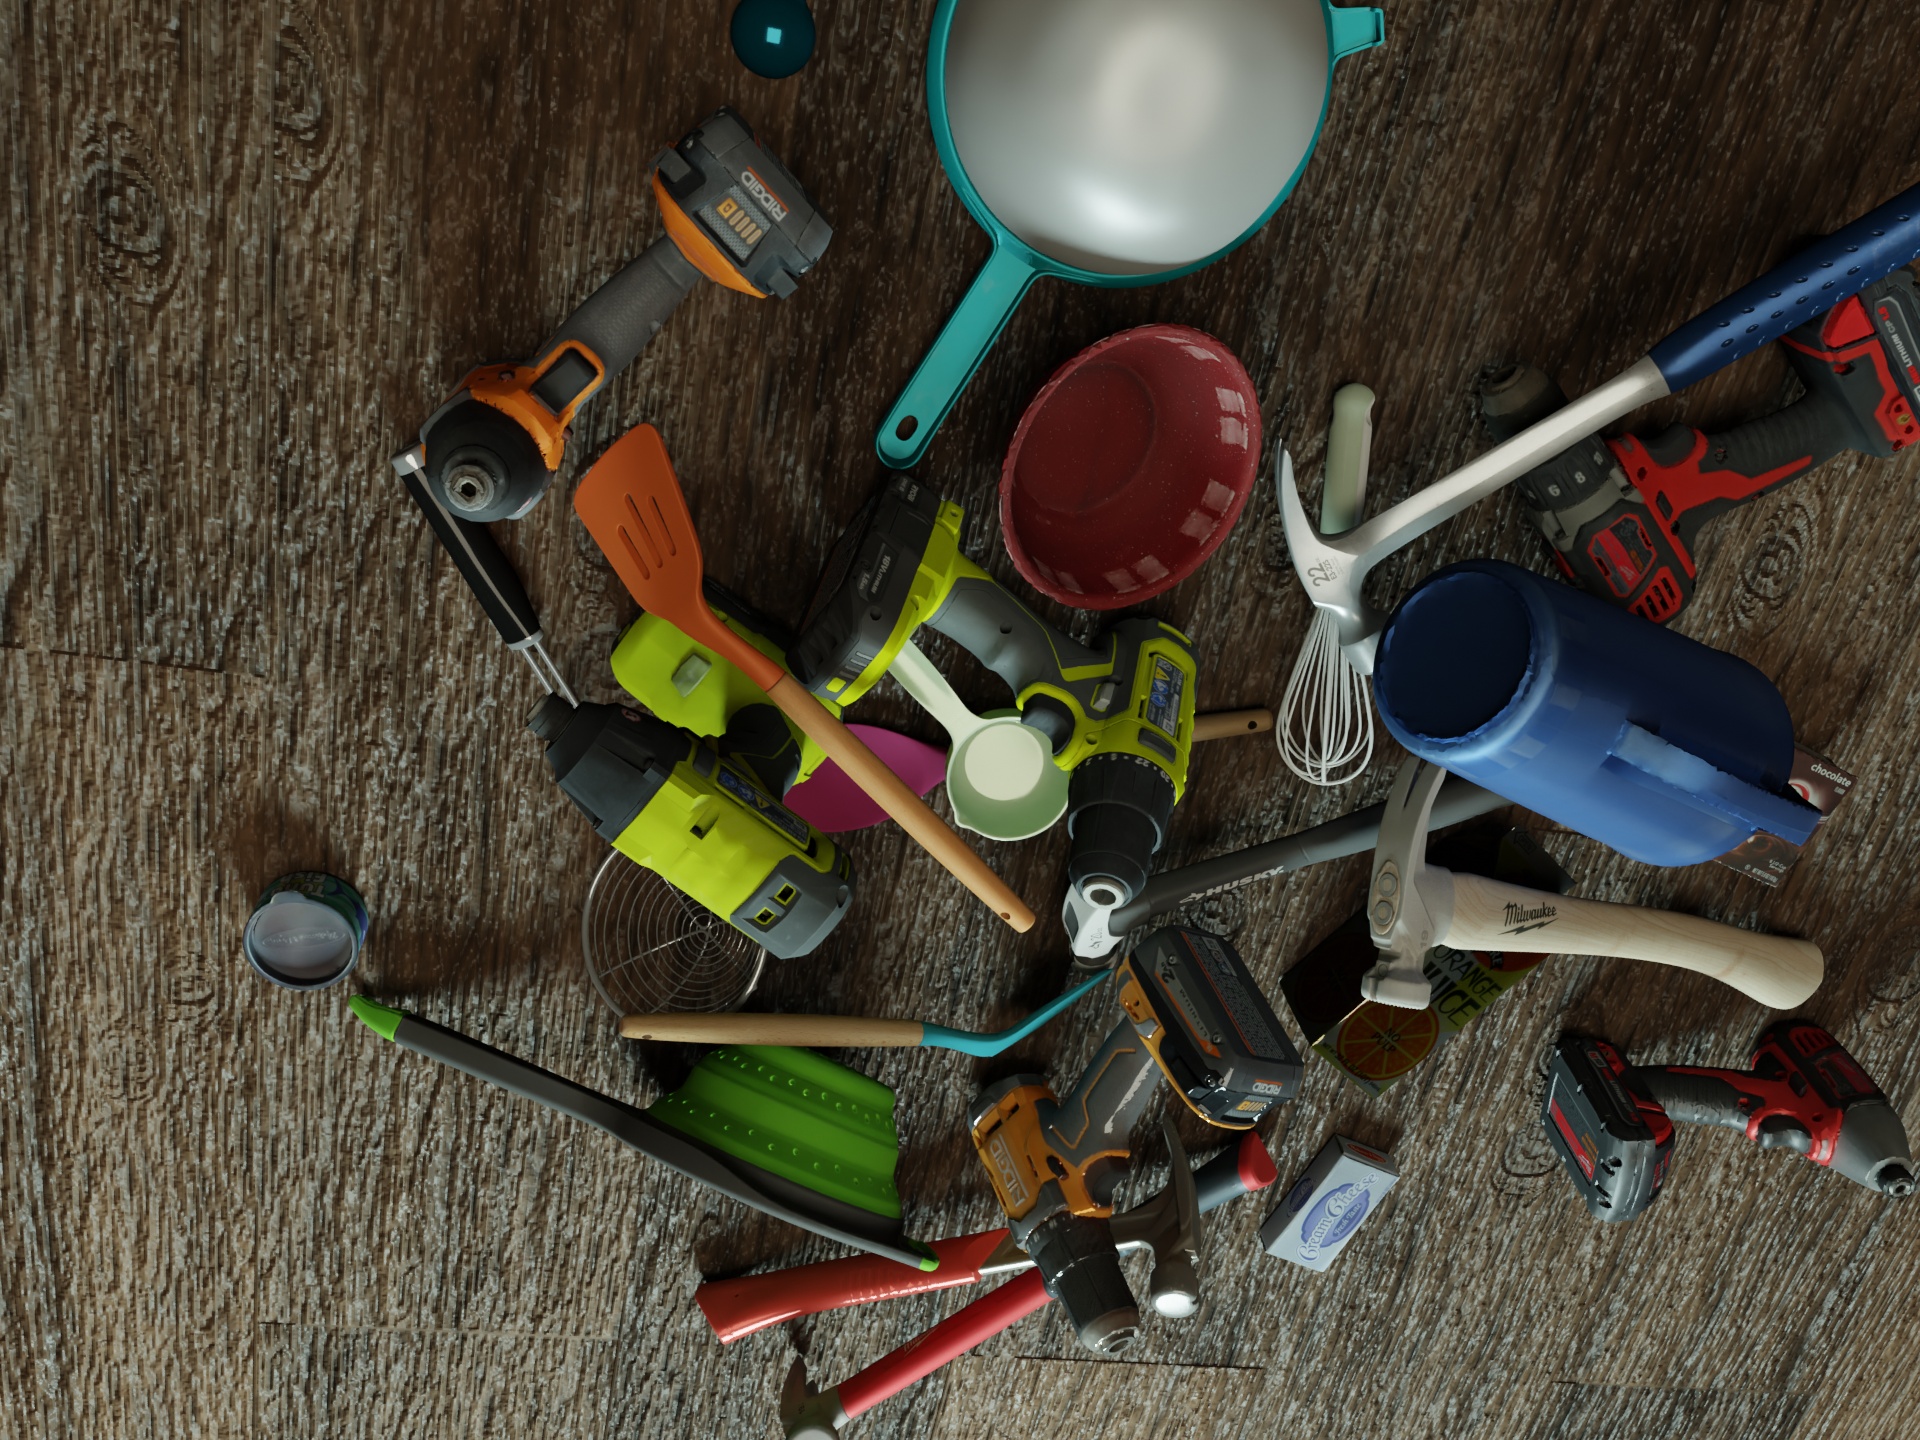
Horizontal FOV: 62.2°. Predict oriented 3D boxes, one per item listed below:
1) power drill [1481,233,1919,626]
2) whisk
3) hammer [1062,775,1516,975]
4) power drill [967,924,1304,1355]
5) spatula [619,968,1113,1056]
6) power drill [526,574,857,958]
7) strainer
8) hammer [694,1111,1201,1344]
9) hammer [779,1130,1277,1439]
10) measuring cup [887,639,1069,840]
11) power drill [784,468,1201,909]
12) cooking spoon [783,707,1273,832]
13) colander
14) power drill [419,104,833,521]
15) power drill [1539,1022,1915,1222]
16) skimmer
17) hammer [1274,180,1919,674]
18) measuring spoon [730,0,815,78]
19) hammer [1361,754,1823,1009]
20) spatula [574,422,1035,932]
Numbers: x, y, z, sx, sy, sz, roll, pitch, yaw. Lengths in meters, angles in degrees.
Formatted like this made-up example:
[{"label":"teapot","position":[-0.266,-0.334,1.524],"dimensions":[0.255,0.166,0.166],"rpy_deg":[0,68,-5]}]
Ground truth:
[{"label":"power drill","position":[0.420,-0.175,0.899],"dimensions":[0.226,0.080,0.187],"rpy_deg":[-37,115,14]},{"label":"whisk","position":[0.222,-0.075,0.937],"dimensions":[0.059,0.058,0.246],"rpy_deg":[9,114,21]},{"label":"hammer","position":[0.225,0.074,0.991],"dimensions":[0.334,0.035,0.146],"rpy_deg":[-17,151,-5]},{"label":"power drill","position":[0.108,0.262,0.990],"dimensions":[0.084,0.186,0.226],"rpy_deg":[17,123,-40]},{"label":"spatula","position":[-0.051,0.178,0.960],"dimensions":[0.317,0.044,0.082],"rpy_deg":[7,145,-29]},{"label":"power drill","position":[-0.132,0.010,0.824],"dimensions":[0.171,0.223,0.080],"rpy_deg":[38,106,-17]},{"label":"strainer","position":[0.057,-0.260,0.793],"dimensions":[0.210,0.095,0.340],"rpy_deg":[29,108,-20]},{"label":"hammer","position":[-0.012,0.368,1.102],"dimensions":[0.359,0.149,0.036],"rpy_deg":[-15,121,12]},{"label":"hammer","position":[0.048,0.399,1.130],"dimensions":[0.386,0.143,0.038],"rpy_deg":[-29,92,-5]},{"label":"measuring cup","position":[-0.001,-0.003,0.934],"dimensions":[0.083,0.038,0.167],"rpy_deg":[-41,103,6]},{"label":"power drill","position":[0.027,-0.016,0.863],"dimensions":[0.228,0.191,0.080],"rpy_deg":[31,135,-15]},{"label":"cooking spoon","position":[0.034,0.020,0.971],"dimensions":[0.319,0.017,0.068],"rpy_deg":[-7,107,-4]},{"label":"colander","position":[-0.182,0.222,0.999],"dimensions":[0.397,0.204,0.094],"rpy_deg":[23,77,-1]},{"label":"power drill","position":[-0.168,-0.185,0.763],"dimensions":[0.226,0.164,0.084],"rpy_deg":[-41,113,10]},{"label":"power drill","position":[0.532,0.278,1.099],"dimensions":[0.219,0.143,0.078],"rpy_deg":[-3,119,-4]},{"label":"skimmer","position":[-0.222,0.017,0.894],"dimensions":[0.127,0.090,0.363],"rpy_deg":[-18,117,18]},{"label":"hammer","position":[0.355,-0.182,0.839],"dimensions":[0.405,0.035,0.144],"rpy_deg":[-31,108,16]},{"label":"measuring spoon","position":[-0.077,-0.372,0.760],"dimensions":[0.042,0.021,0.128],"rpy_deg":[15,114,-15]},{"label":"hammer","position":[0.420,0.125,1.015],"dimensions":[0.410,0.038,0.146],"rpy_deg":[12,86,-30]},{"label":"spatula","position":[-0.072,-0.009,0.806],"dimensions":[0.322,0.041,0.081],"rpy_deg":[45,134,-13]}]
